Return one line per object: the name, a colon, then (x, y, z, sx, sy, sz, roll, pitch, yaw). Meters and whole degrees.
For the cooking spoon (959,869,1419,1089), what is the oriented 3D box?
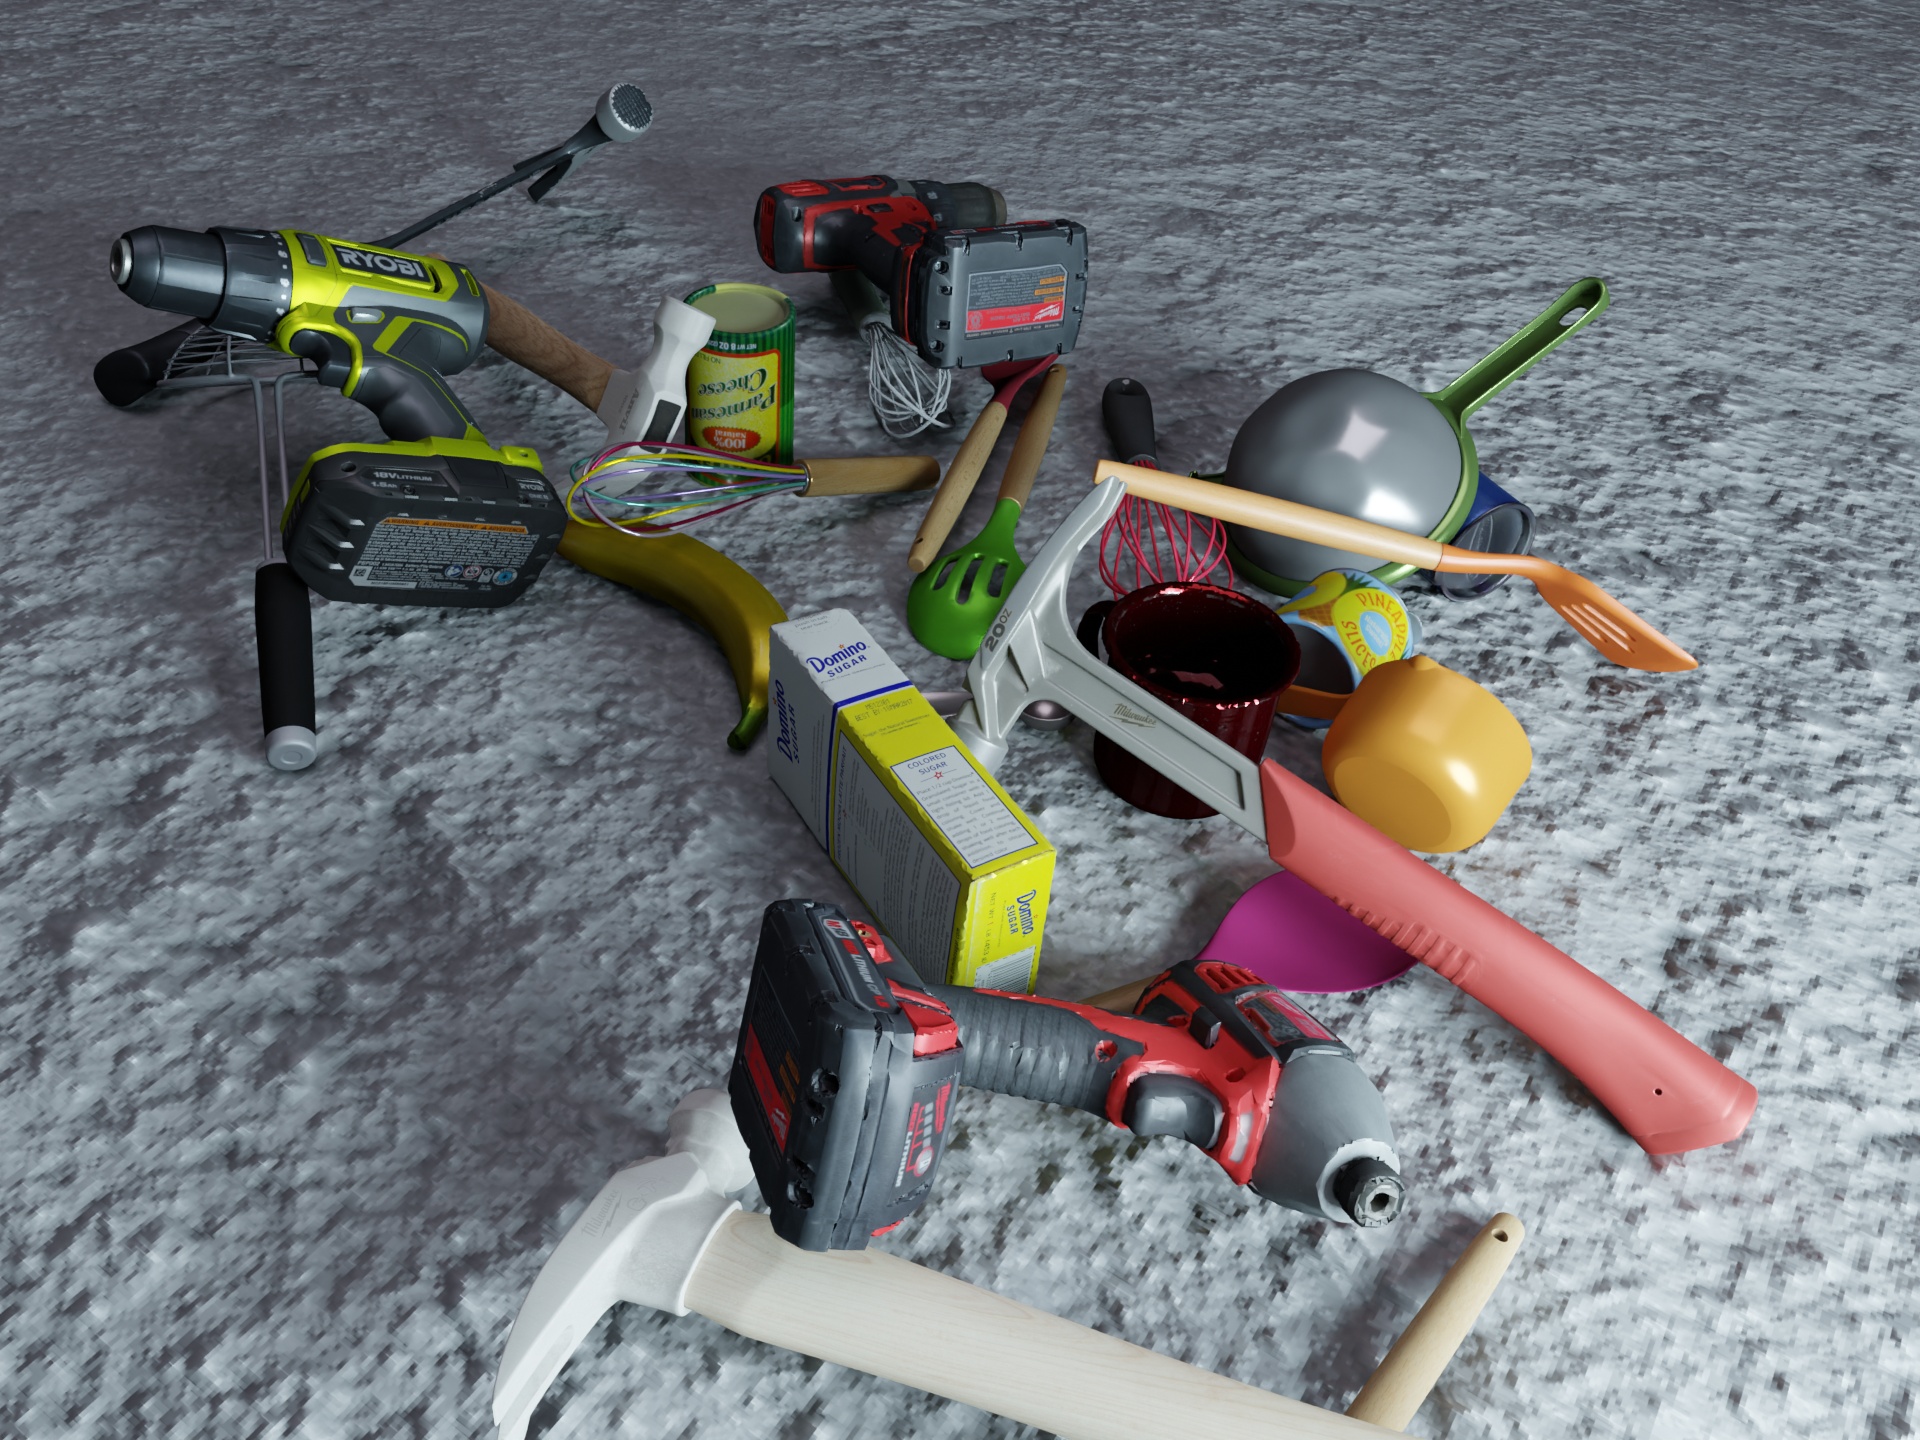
cooking spoon: (0.065, 0.119, 0.660, 0.319, 0.017, 0.069, -15, 50, -23)

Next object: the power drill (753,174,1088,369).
power drill: (-0.008, -0.308, 1.043, 0.188, 0.080, 0.227, -15, 36, -30)

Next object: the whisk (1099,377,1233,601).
whisk: (0.109, -0.137, 0.934, 0.073, 0.073, 0.296, 3, 34, -3)

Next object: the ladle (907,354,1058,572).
ladle: (0.016, -0.178, 0.972, 0.069, 0.031, 0.316, -17, 30, 29)

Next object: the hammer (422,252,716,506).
hammer: (-0.261, -0.227, 0.965, 0.031, 0.130, 0.332, 14, 15, -45)

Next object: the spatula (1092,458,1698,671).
spatula: (0.223, -0.083, 0.830, 0.322, 0.041, 0.081, 13, 1, -5)

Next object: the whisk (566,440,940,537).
whisk: (-0.109, -0.131, 0.879, 0.245, 0.047, 0.051, -11, 32, -42)

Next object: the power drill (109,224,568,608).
power drill: (-0.318, -0.169, 0.827, 0.190, 0.080, 0.229, -1, 51, -45)

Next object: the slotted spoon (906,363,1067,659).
slotted spoon: (0.031, -0.139, 0.947, 0.070, 0.031, 0.314, 6, 39, 11)

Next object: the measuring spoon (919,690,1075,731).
measuring spoon: (-0.001, -0.003, 0.799, 0.124, 0.018, 0.034, -4, 41, -1)

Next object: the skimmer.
skimmer: (-0.363, -0.103, 0.856, 0.127, 0.090, 0.364, -7, 53, -18)

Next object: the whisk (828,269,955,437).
whisk: (-0.053, -0.258, 1.063, 0.059, 0.057, 0.247, 24, 26, -34)

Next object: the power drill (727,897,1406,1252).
power drill: (0.041, 0.127, 0.551, 0.219, 0.078, 0.143, 8, 13, -20)

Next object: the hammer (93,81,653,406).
hammer: (-0.387, -0.316, 1.060, 0.149, 0.036, 0.409, -6, 30, 50)

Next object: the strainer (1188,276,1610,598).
strainer: (0.249, -0.177, 0.885, 0.256, 0.069, 0.152, -37, 49, 5)

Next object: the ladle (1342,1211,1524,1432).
ladle: (0.104, 0.259, 0.497, 0.078, 0.062, 0.320, 29, 39, 30)

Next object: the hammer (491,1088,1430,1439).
hammer: (0.064, 0.217, 0.477, 0.411, 0.038, 0.146, 11, 30, 17)

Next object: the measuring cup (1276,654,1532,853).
measuring cup: (0.181, 0.013, 0.765, 0.174, 0.095, 0.052, 14, 54, 41)

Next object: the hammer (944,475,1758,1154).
hammer: (0.165, 0.050, 0.663, 0.359, 0.149, 0.036, 34, 11, 13)
